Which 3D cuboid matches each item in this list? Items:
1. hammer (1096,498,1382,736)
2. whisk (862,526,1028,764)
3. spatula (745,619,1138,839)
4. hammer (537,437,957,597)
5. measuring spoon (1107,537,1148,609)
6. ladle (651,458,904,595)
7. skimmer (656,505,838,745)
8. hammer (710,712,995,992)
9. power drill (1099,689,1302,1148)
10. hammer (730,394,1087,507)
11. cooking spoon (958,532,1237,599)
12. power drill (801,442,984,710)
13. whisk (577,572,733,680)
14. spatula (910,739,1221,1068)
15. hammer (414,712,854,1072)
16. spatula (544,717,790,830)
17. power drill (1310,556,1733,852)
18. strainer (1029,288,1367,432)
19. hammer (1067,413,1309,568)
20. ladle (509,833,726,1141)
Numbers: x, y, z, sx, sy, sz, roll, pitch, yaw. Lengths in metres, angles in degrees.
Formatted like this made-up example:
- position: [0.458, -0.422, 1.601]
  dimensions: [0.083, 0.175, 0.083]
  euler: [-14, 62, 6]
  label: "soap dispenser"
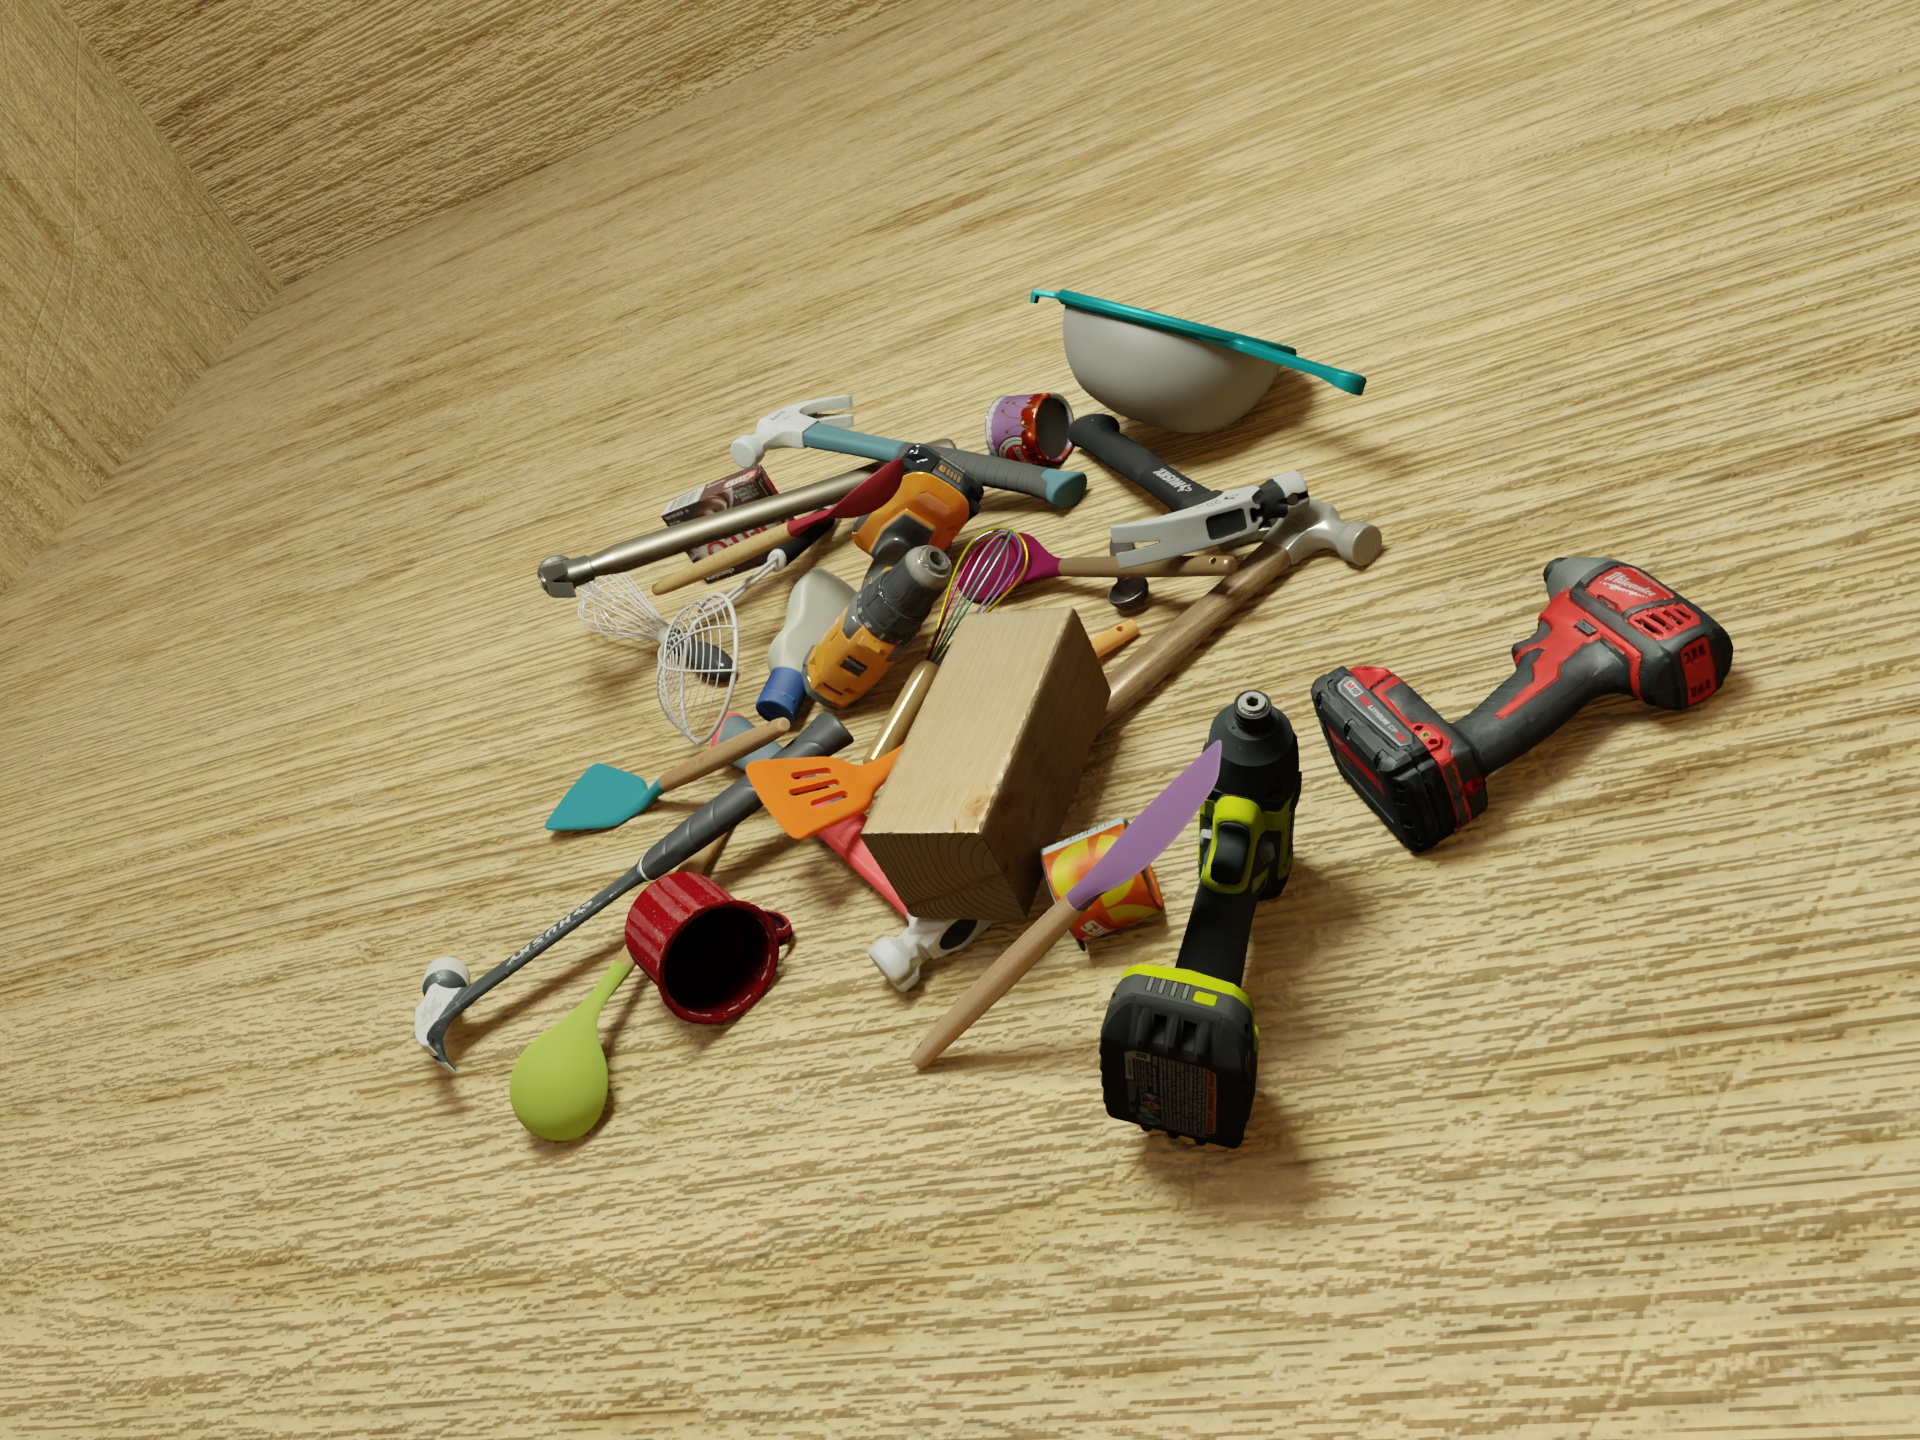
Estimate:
- position: [0.154, -0.056, 1.186]
  dimensions: [0.331, 0.031, 0.130]
  euler: [-40, 37, -11]
  label: "hammer"
- position: [-0.011, -0.060, 1.289]
  dimensions: [0.051, 0.047, 0.245]
  euler: [-12, 45, 61]
  label: "whisk"
- position: [-0.002, -0.004, 1.189]
  dimensions: [0.322, 0.041, 0.081]
  euler: [-29, 55, -15]
  label: "spatula"
- position: [-0.188, -0.191, 1.482]
  dimensions: [0.410, 0.038, 0.146]
  euler: [-20, 12, -16]
  label: "hammer"
- position: [0.136, -0.123, 1.299]
  dimensions: [0.034, 0.018, 0.124]
  euler: [-23, 30, 15]
  label: "measuring spoon"
- position: [-0.165, -0.159, 1.383]
  dimensions: [0.315, 0.031, 0.069]
  euler: [-18, 12, 38]
  label: "ladle"
- position: [-0.169, -0.105, 1.435]
  dimensions: [0.127, 0.090, 0.363]
  euler: [-59, -4, 35]
  label: "skimmer"
- position: [-0.086, 0.064, 1.216]
  dimensions: [0.143, 0.038, 0.387]
  euler: [-39, 36, -12]
  label: "hammer"
- position: [0.143, 0.106, 0.887]
  dimensions: [0.080, 0.171, 0.223]
  euler: [10, 55, 16]
  label: "power drill"
- position: [-0.042, -0.243, 1.467]
  dimensions: [0.331, 0.033, 0.128]
  euler: [16, 40, 24]
  label: "hammer"
- position: [0.101, -0.123, 1.282]
  dimensions: [0.319, 0.017, 0.069]
  euler: [6, 64, 53]
  label: "cooking spoon"
- position: [-0.047, -0.135, 1.335]
  dimensions: [0.185, 0.084, 0.226]
  euler: [-45, 20, 45]
  label: "power drill"
- position: [-0.297, -0.089, 1.547]
  dimensions: [0.070, 0.070, 0.285]
  euler: [-45, 42, -17]
  label: "whisk"
- position: [0.053, 0.120, 0.918]
  dimensions: [0.315, 0.018, 0.060]
  euler: [-50, 13, 37]
  label: "spatula"
- position: [-0.253, 0.122, 1.216]
  dimensions: [0.409, 0.036, 0.149]
  euler: [-36, 22, 3]
  label: "hammer"
- position: [-0.238, 0.039, 1.310]
  dimensions: [0.317, 0.044, 0.082]
  euler: [-23, 28, 47]
  label: "spatula"
- position: [0.338, -0.025, 0.979]
  dimensions: [0.219, 0.078, 0.143]
  euler: [-29, 36, 0]
  label: "power drill"
- position: [0.206, -0.278, 1.322]
  dimensions: [0.341, 0.211, 0.095]
  euler: [38, 118, 53]
  label: "strainer"
- position: [0.151, -0.204, 1.316]
  dimensions: [0.146, 0.035, 0.335]
  euler: [-20, 26, -6]
  label: "hammer"
- position: [-0.237, 0.176, 1.202]
  dimensions: [0.078, 0.062, 0.320]
  euler: [-2, 38, 29]
  label: "ladle"
